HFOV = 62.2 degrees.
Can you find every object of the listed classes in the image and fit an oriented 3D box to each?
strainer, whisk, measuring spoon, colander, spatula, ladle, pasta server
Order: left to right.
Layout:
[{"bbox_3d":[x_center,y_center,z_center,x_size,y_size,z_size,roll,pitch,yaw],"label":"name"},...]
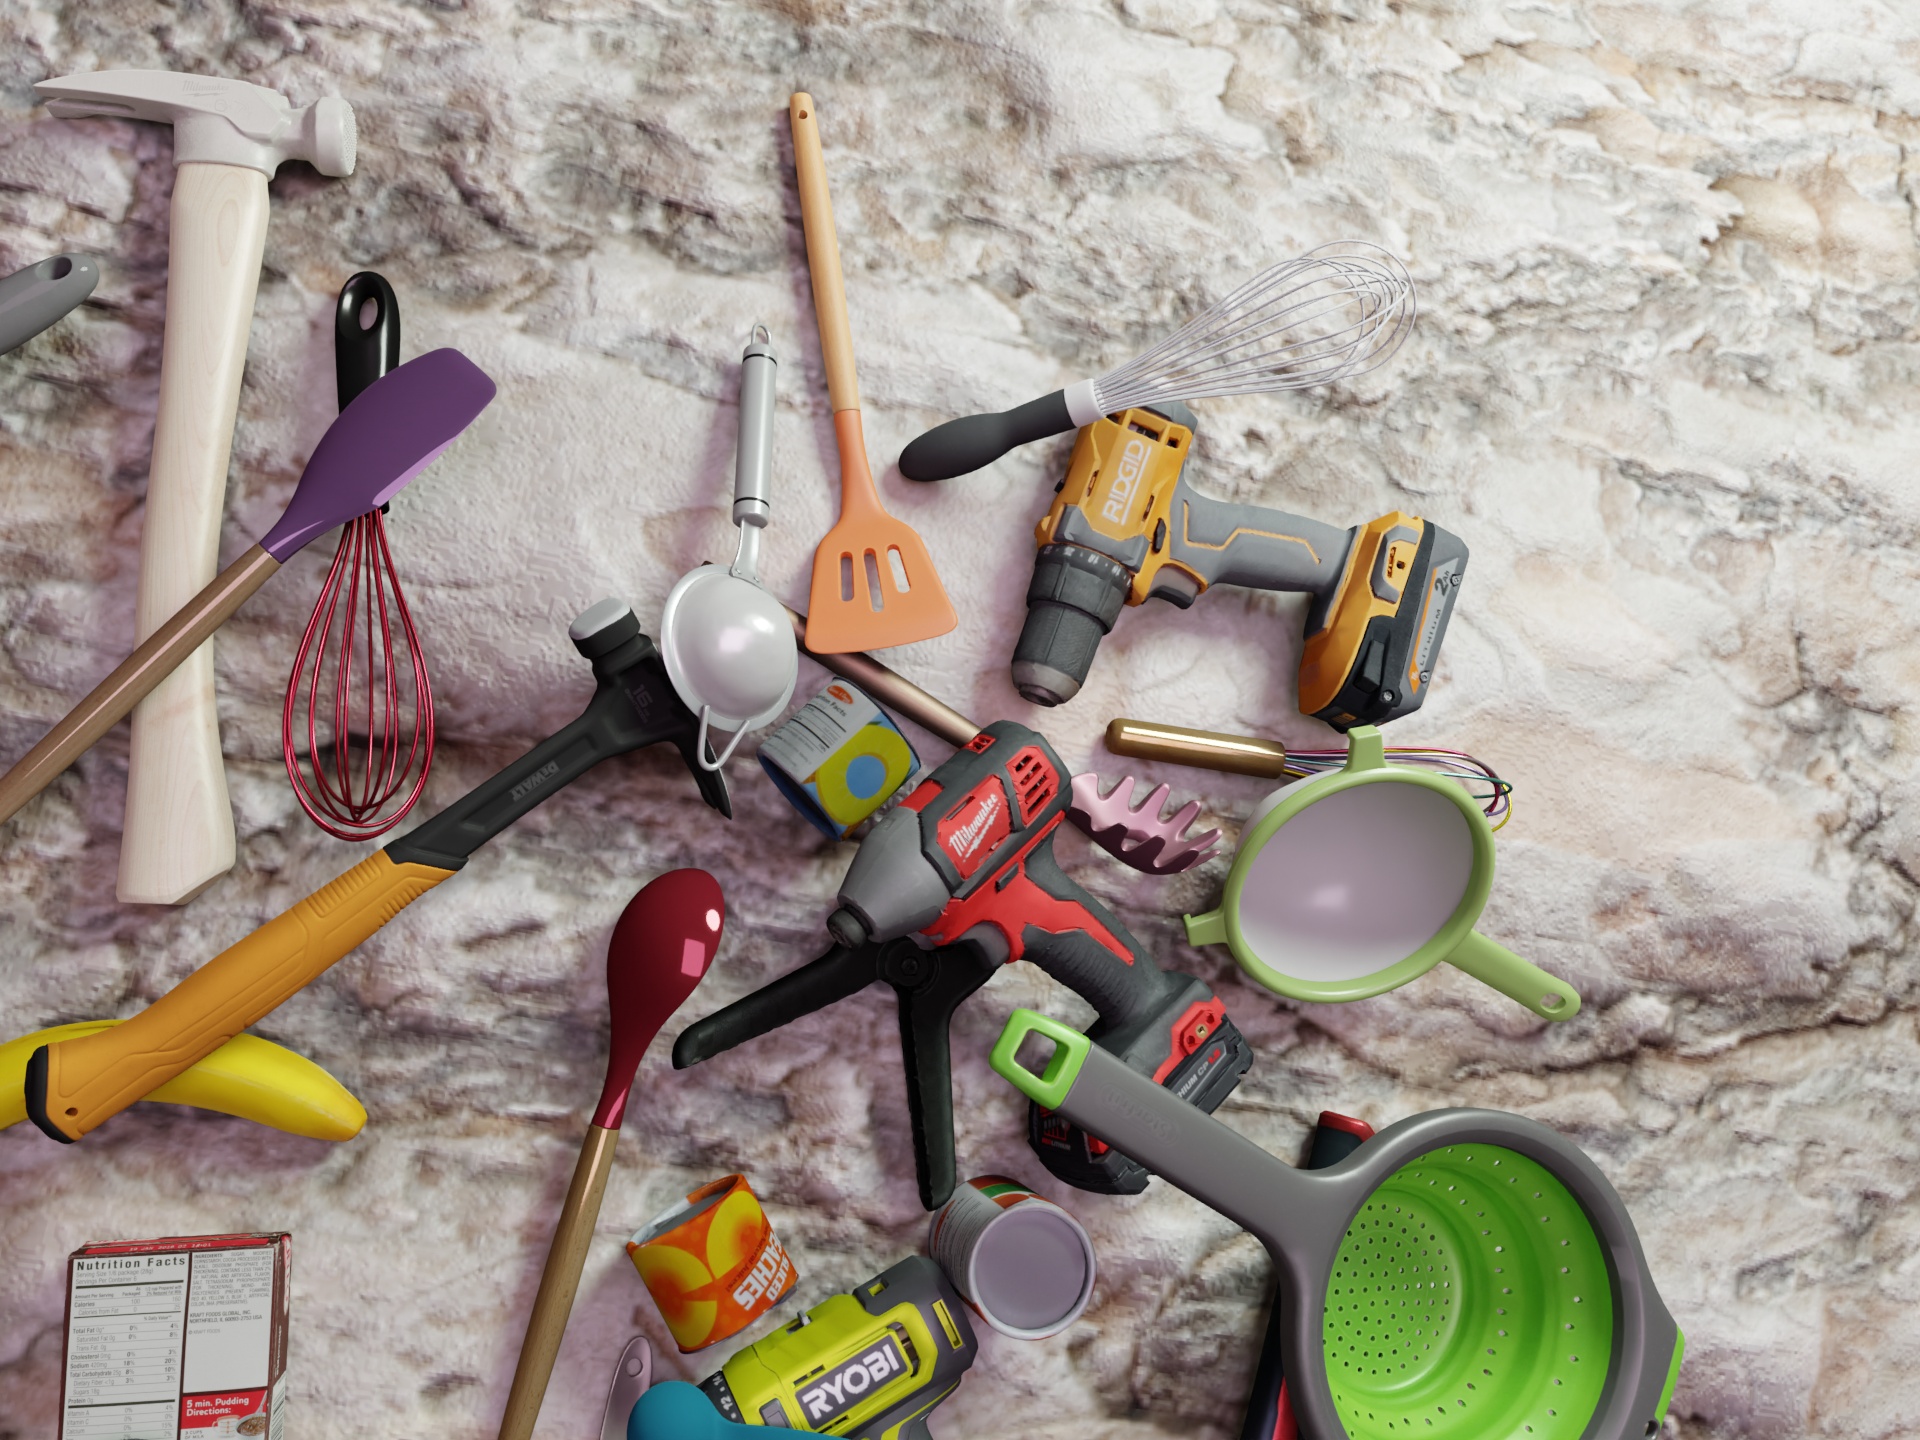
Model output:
[{"bbox_3d":[-0.507,-0.150,0.733,0.239,0.055,0.055,-35,92,-9],"label":"whisk"},{"bbox_3d":[-0.345,-0.062,0.747,0.060,0.018,0.316,39,79,20],"label":"spatula"},{"bbox_3d":[-0.295,-0.087,0.786,0.073,0.073,0.296,0,77,-14],"label":"whisk"},{"bbox_3d":[-0.181,0.223,0.778,0.031,0.069,0.315,23,80,-51],"label":"ladle"},{"bbox_3d":[-0.172,0.365,0.776,0.034,0.018,0.124,20,71,-26],"label":"measuring spoon"},{"bbox_3d":[-0.108,-0.100,0.818,0.086,0.050,0.259,23,57,-42],"label":"strainer"},{"bbox_3d":[-0.090,0.333,0.725,0.128,0.021,0.042,10,76,3],"label":"measuring spoon"},{"bbox_3d":[-0.065,-0.193,0.864,0.081,0.041,0.323,-9,83,-2],"label":"spatula"},{"bbox_3d":[-0.001,-0.003,0.855,0.316,0.060,0.040,32,117,-5],"label":"pasta server"},{"bbox_3d":[0.096,-0.176,0.833,0.284,0.070,0.070,-17,86,20],"label":"whisk"},{"bbox_3d":[0.170,0.252,0.786,0.397,0.094,0.204,34,74,-12],"label":"colander"},{"bbox_3d":[0.201,0.029,0.899,0.245,0.051,0.047,9,86,-10],"label":"whisk"},{"bbox_3d":[0.248,0.099,0.889,0.256,0.069,0.151,29,110,-25],"label":"strainer"}]

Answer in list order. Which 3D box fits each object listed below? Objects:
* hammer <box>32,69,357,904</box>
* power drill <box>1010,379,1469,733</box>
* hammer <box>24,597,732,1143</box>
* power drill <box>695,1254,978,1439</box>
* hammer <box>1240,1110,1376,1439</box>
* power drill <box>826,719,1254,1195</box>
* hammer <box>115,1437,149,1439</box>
[{"bbox_3d":[-0.387,-0.117,0.776,0.146,0.038,0.411,3,82,-12],"label":"hammer"},{"bbox_3d":[0.146,-0.065,0.880,0.226,0.084,0.185,22,77,-5],"label":"power drill"},{"bbox_3d":[-0.266,0.083,0.742,0.337,0.034,0.127,-36,120,-18],"label":"hammer"},{"bbox_3d":[-0.049,0.403,0.768,0.190,0.080,0.228,-26,86,-16],"label":"power drill"},{"bbox_3d":[0.146,0.395,0.836,0.143,0.038,0.386,18,78,-9],"label":"hammer"},{"bbox_3d":[0.036,0.124,0.800,0.143,0.078,0.219,-41,103,-24],"label":"power drill"},{"bbox_3d":[-0.175,0.385,0.700,0.409,0.036,0.149,0,92,-6],"label":"hammer"}]
